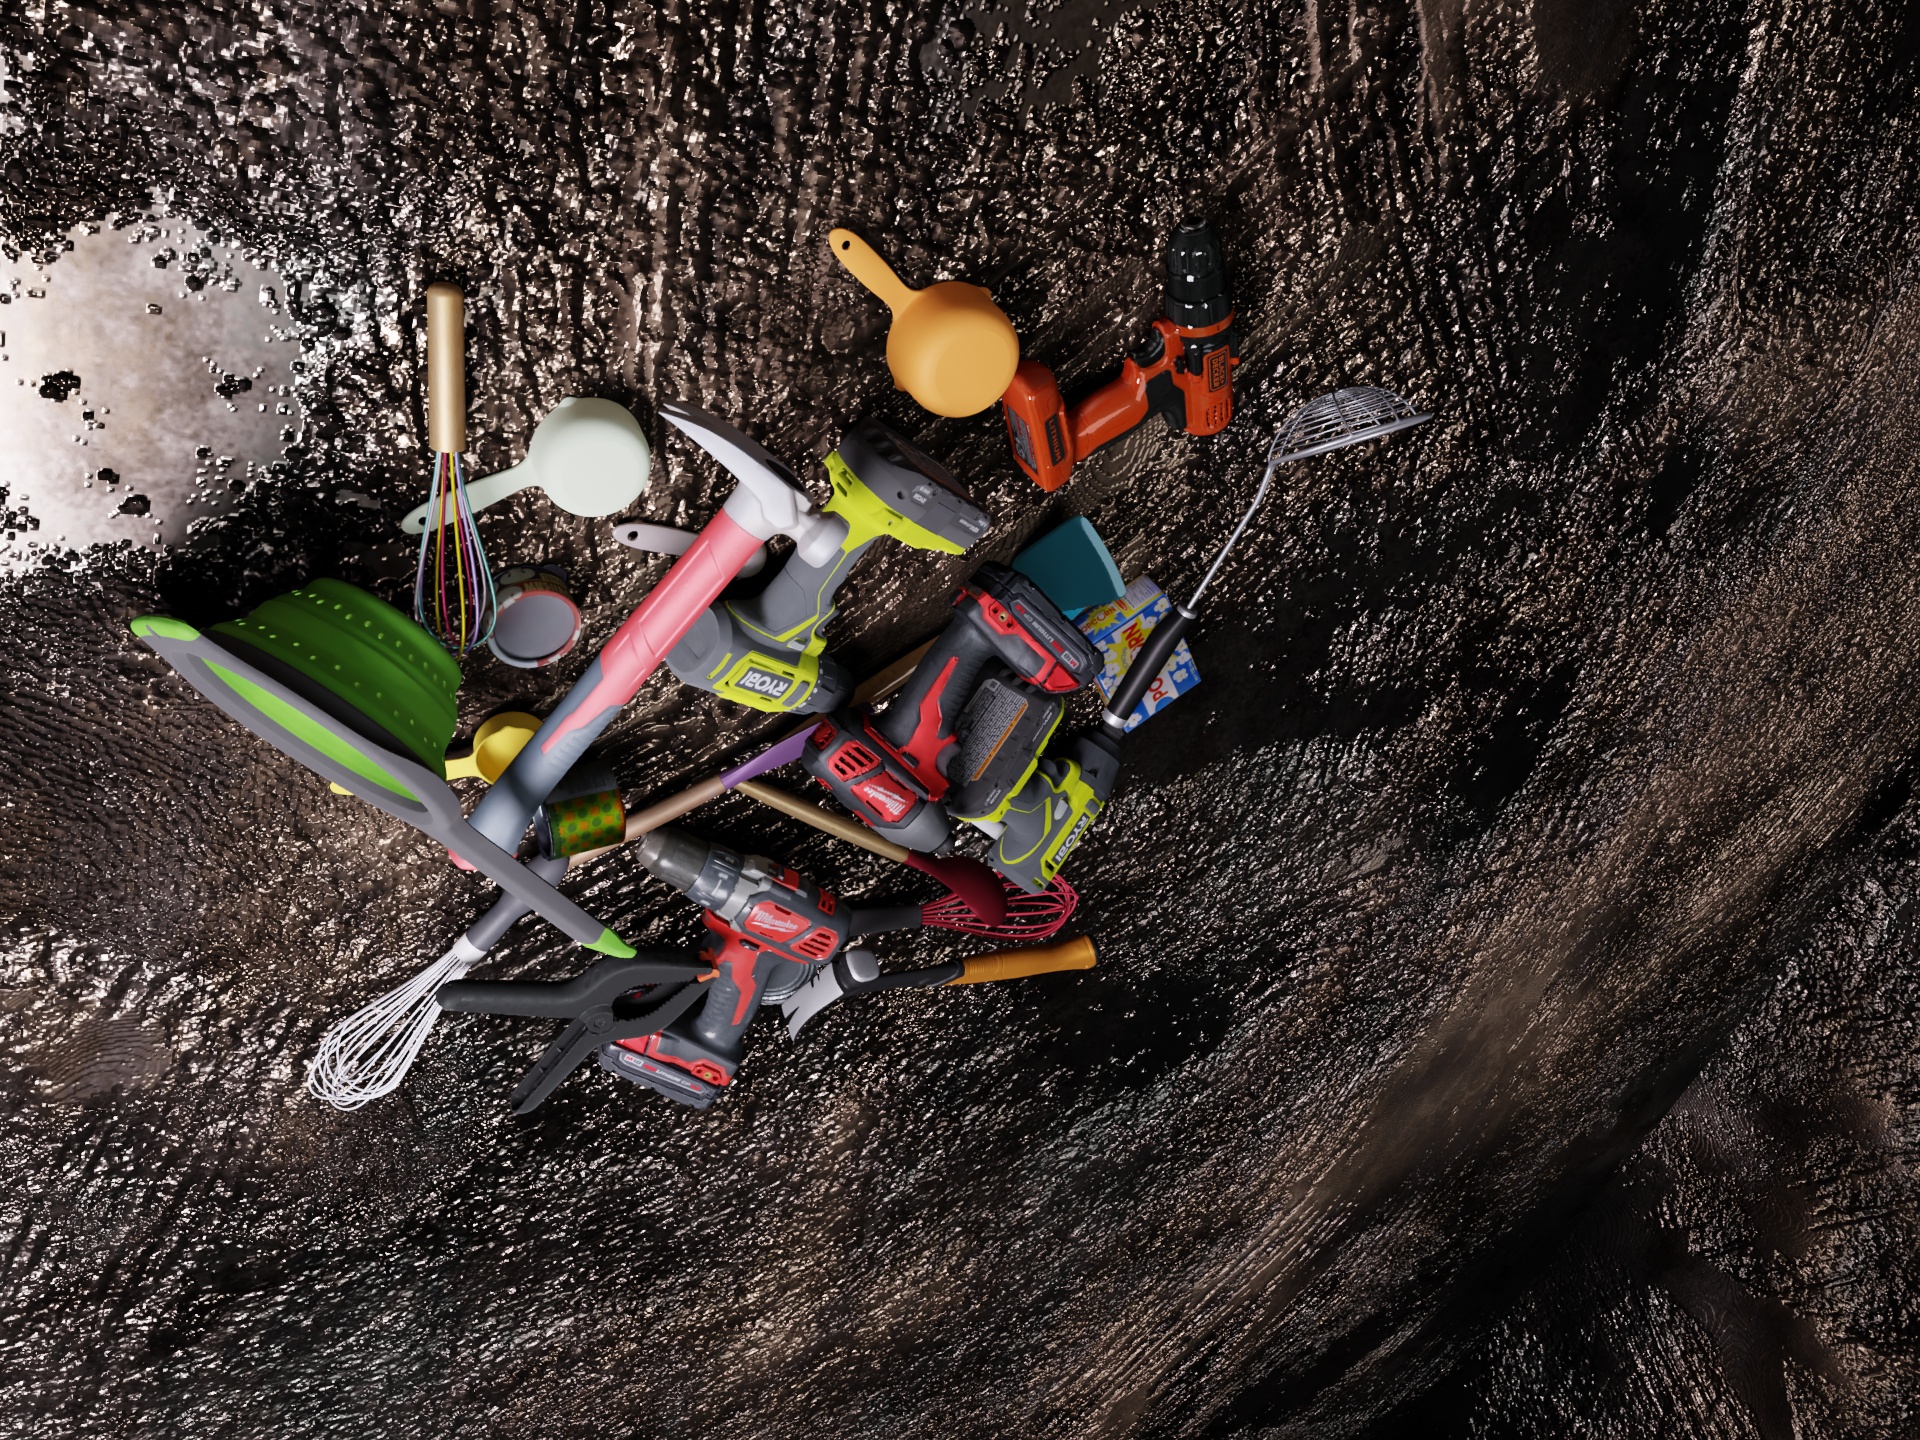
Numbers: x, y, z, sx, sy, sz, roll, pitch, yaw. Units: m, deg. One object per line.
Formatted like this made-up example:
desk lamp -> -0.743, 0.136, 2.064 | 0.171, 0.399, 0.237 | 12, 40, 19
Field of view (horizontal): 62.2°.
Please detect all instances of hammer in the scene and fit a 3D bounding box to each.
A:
hammer -> -0.001, 0.233, 1.459 | 0.336, 0.034, 0.127 | 0, 149, -41
hammer -> -0.249, -0.039, 1.087 | 0.143, 0.038, 0.386 | 38, 112, -15

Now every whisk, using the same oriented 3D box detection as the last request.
whisk -> -0.317, -0.148, 0.992 | 0.051, 0.047, 0.244 | 4, 116, -9
whisk -> -0.405, 0.200, 1.242 | 0.284, 0.070, 0.070 | -45, 137, 7
whisk -> -0.022, 0.179, 1.484 | 0.295, 0.073, 0.073 | -3, 128, -24

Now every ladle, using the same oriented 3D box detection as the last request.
ladle -> -0.070, 0.107, 1.376 | 0.315, 0.069, 0.031 | 27, 124, -33

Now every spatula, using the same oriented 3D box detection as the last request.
spatula -> -0.019, -0.055, 1.288 | 0.317, 0.044, 0.082 | -33, 116, -1
spatula -> -0.211, 0.060, 1.262 | 0.316, 0.018, 0.059 | -26, 165, -3

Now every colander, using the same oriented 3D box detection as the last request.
colander -> -0.340, 0.025, 1.053 | 0.396, 0.205, 0.094 | 46, 64, -35

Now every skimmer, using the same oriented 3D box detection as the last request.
skimmer -> 0.243, -0.123, 1.310 | 0.363, 0.090, 0.127 | -58, 165, 23

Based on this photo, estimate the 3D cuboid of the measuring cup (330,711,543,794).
measuring cup -> -0.374, 0.027, 1.150 | 0.156, 0.029, 0.062 | -10, 132, -11

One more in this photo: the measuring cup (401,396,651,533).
measuring cup -> -0.281, -0.151, 1.036 | 0.167, 0.038, 0.083 | -26, 136, -13

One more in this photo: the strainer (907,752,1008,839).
strainer -> 0.000, 0.075, 1.418 | 0.258, 0.050, 0.087 | 39, 65, -52

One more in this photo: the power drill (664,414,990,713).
power drill -> -0.089, -0.097, 1.175 | 0.228, 0.080, 0.190 | -47, 150, 14

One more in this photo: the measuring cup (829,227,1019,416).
measuring cup -> -0.026, -0.273, 1.085 | 0.095, 0.052, 0.173 | -45, 139, 9

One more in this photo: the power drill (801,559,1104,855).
power drill -> -0.002, -0.004, 1.222 | 0.219, 0.079, 0.143 | -47, 111, -1

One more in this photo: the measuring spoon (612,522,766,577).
measuring spoon -> -0.190, -0.122, 1.135 | 0.124, 0.018, 0.034 | 7, 122, -40

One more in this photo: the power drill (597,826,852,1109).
power drill -> -0.222, 0.200, 1.335 | 0.187, 0.080, 0.226 | 29, 111, -18

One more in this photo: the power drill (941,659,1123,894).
power drill -> 0.062, 0.043, 1.378 | 0.171, 0.080, 0.223 | -55, 149, -6

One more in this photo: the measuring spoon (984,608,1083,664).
measuring spoon -> 0.054, -0.074, 1.344 | 0.128, 0.021, 0.042 | -35, 139, -16
